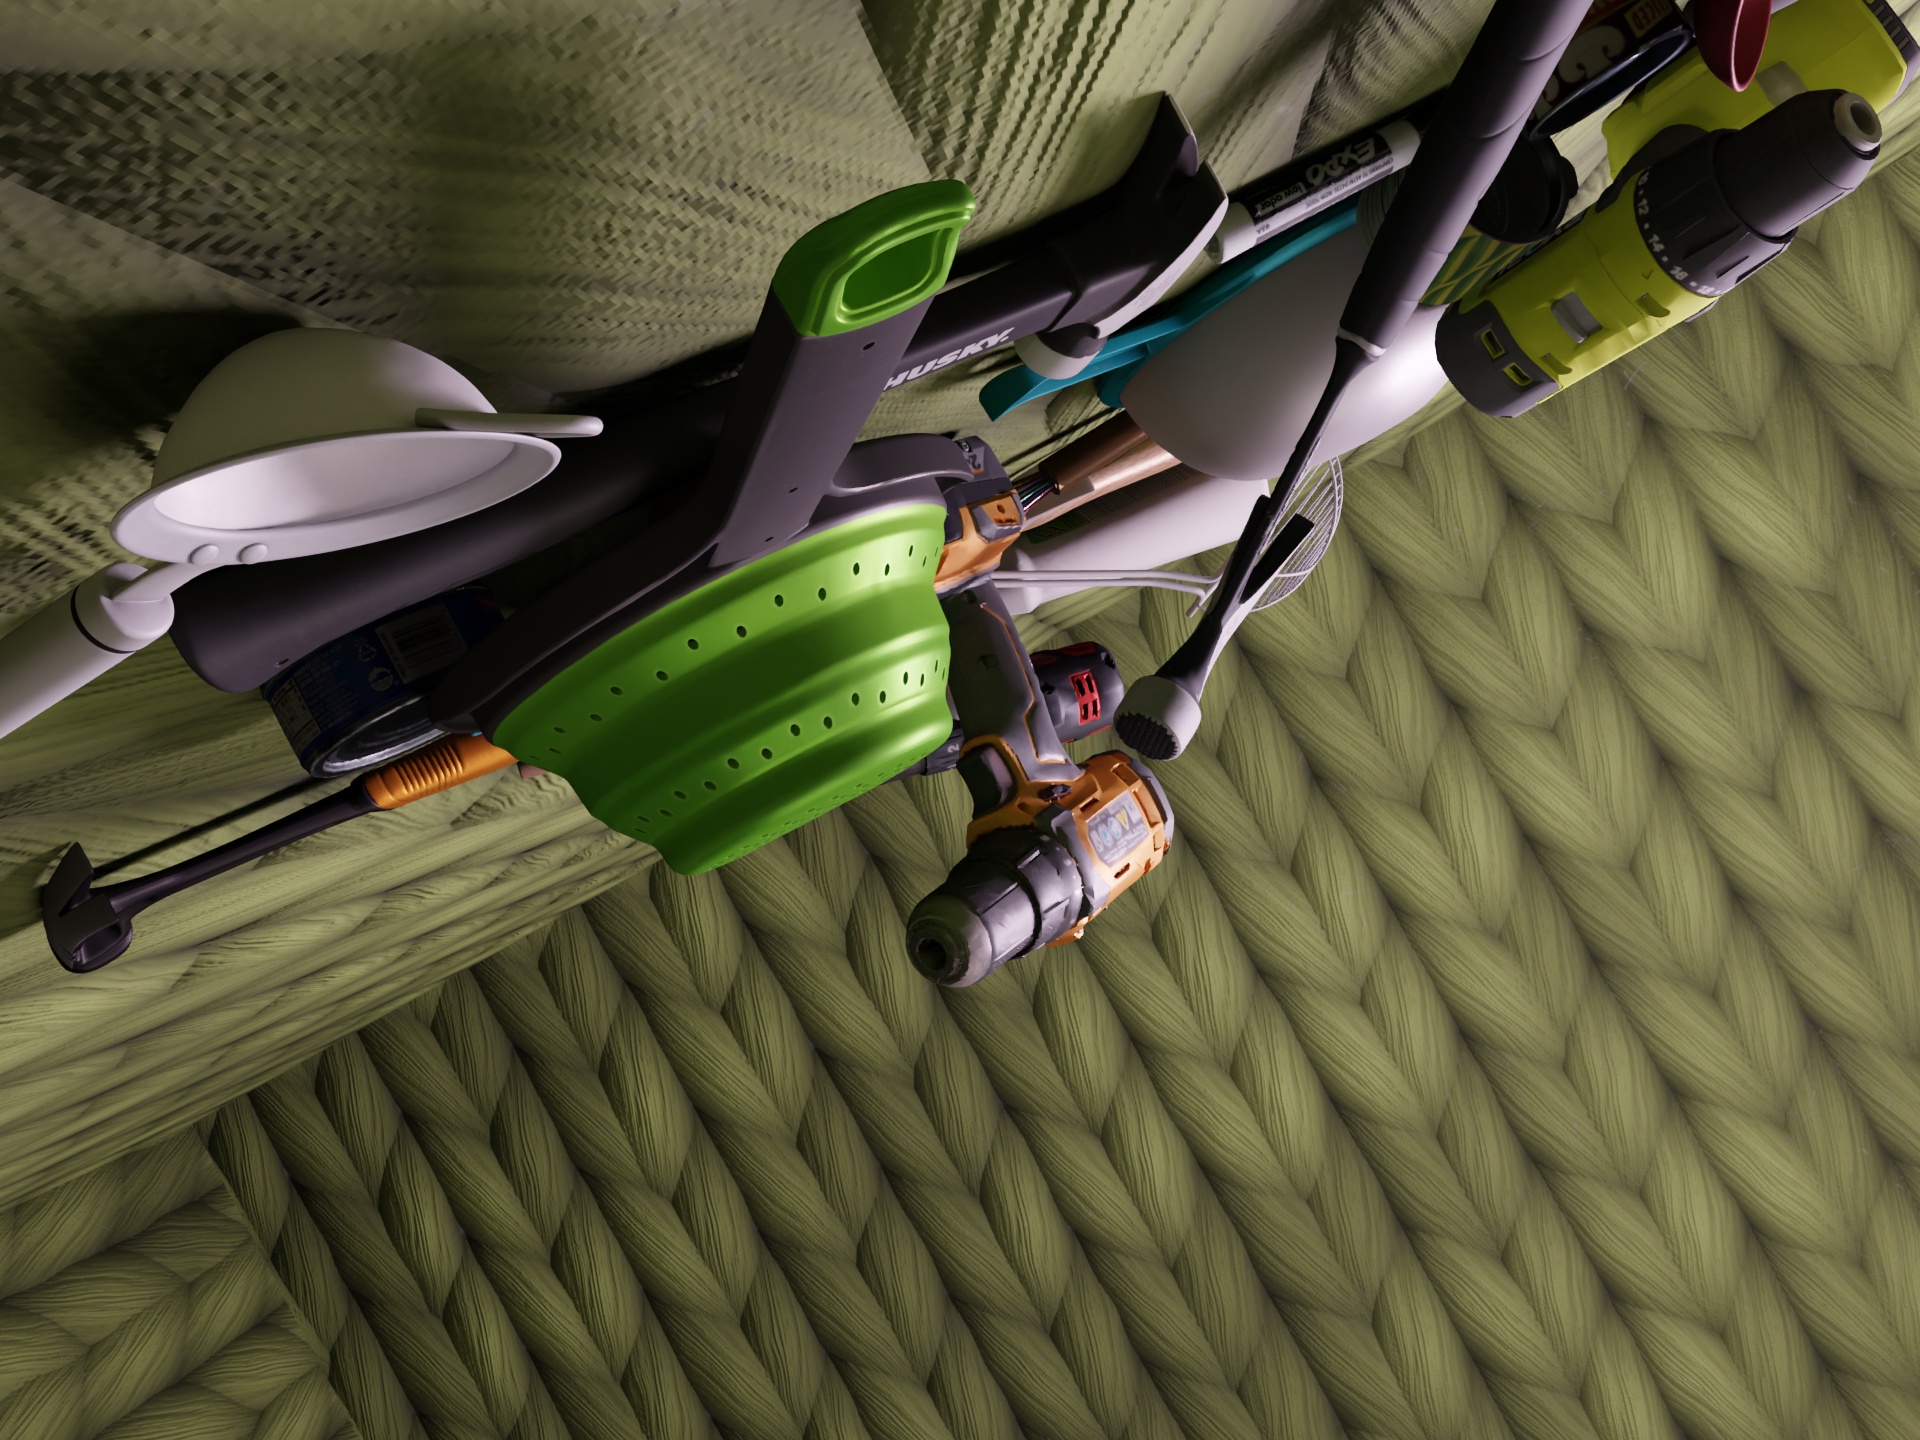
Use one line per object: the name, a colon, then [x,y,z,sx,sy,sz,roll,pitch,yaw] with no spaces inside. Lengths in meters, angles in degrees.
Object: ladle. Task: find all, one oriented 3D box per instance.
ladle: [0.256,-0.268,0.484,0.031,0.069,0.315,10,-174,17]

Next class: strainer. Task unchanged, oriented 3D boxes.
strainer: [-0.182,-0.030,0.351,0.258,0.050,0.087,-24,175,27]
strainer: [0.140,-0.159,0.755,0.340,0.095,0.211,-29,178,-43]

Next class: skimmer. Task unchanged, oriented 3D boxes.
skimmer: [0.054,-0.101,0.865,0.363,0.090,0.127,-4,150,-24]

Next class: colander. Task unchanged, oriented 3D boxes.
colander: [-0.048,-0.025,0.478,0.204,0.094,0.397,-27,177,-19]

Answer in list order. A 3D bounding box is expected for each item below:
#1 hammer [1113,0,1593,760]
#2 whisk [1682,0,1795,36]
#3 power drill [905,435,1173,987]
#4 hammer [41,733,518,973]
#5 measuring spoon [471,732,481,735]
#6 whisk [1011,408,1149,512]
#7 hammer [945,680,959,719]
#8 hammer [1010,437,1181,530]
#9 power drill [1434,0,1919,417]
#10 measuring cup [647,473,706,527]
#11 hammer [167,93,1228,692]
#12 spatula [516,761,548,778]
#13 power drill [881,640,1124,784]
hammer: [0.149,-0.134,0.601,0.149,0.036,0.408,-54,171,-29]
whisk: [0.403,-0.341,0.621,0.239,0.055,0.055,-25,180,31]
power drill: [-0.001,-0.002,0.711,0.084,0.226,0.185,-25,-178,35]
hammer: [-0.248,0.021,0.745,0.337,0.034,0.127,-28,179,-35]
measuring spoon: [-0.185,-0.028,0.736,0.042,0.021,0.128,-31,-174,31]
whisk: [0.031,-0.127,0.889,0.245,0.047,0.051,-33,-176,-11]
hammer: [-0.098,-0.018,0.797,0.128,0.033,0.330,-19,167,15]
hammer: [0.122,-0.174,1.047,0.331,0.031,0.130,-28,178,-32]
power drill: [0.329,-0.241,0.695,0.228,0.080,0.190,-47,-172,-31]
measuring cup: [-0.083,-0.087,0.617,0.062,0.029,0.156,-28,-170,8]
hammer: [-0.065,-0.092,0.471,0.335,0.035,0.146,-28,178,-23]
spatula: [-0.123,-0.016,1.004,0.316,0.018,0.060,-17,-167,-14]
power drill: [-0.014,-0.013,1.066,0.188,0.080,0.227,-17,-166,-15]
